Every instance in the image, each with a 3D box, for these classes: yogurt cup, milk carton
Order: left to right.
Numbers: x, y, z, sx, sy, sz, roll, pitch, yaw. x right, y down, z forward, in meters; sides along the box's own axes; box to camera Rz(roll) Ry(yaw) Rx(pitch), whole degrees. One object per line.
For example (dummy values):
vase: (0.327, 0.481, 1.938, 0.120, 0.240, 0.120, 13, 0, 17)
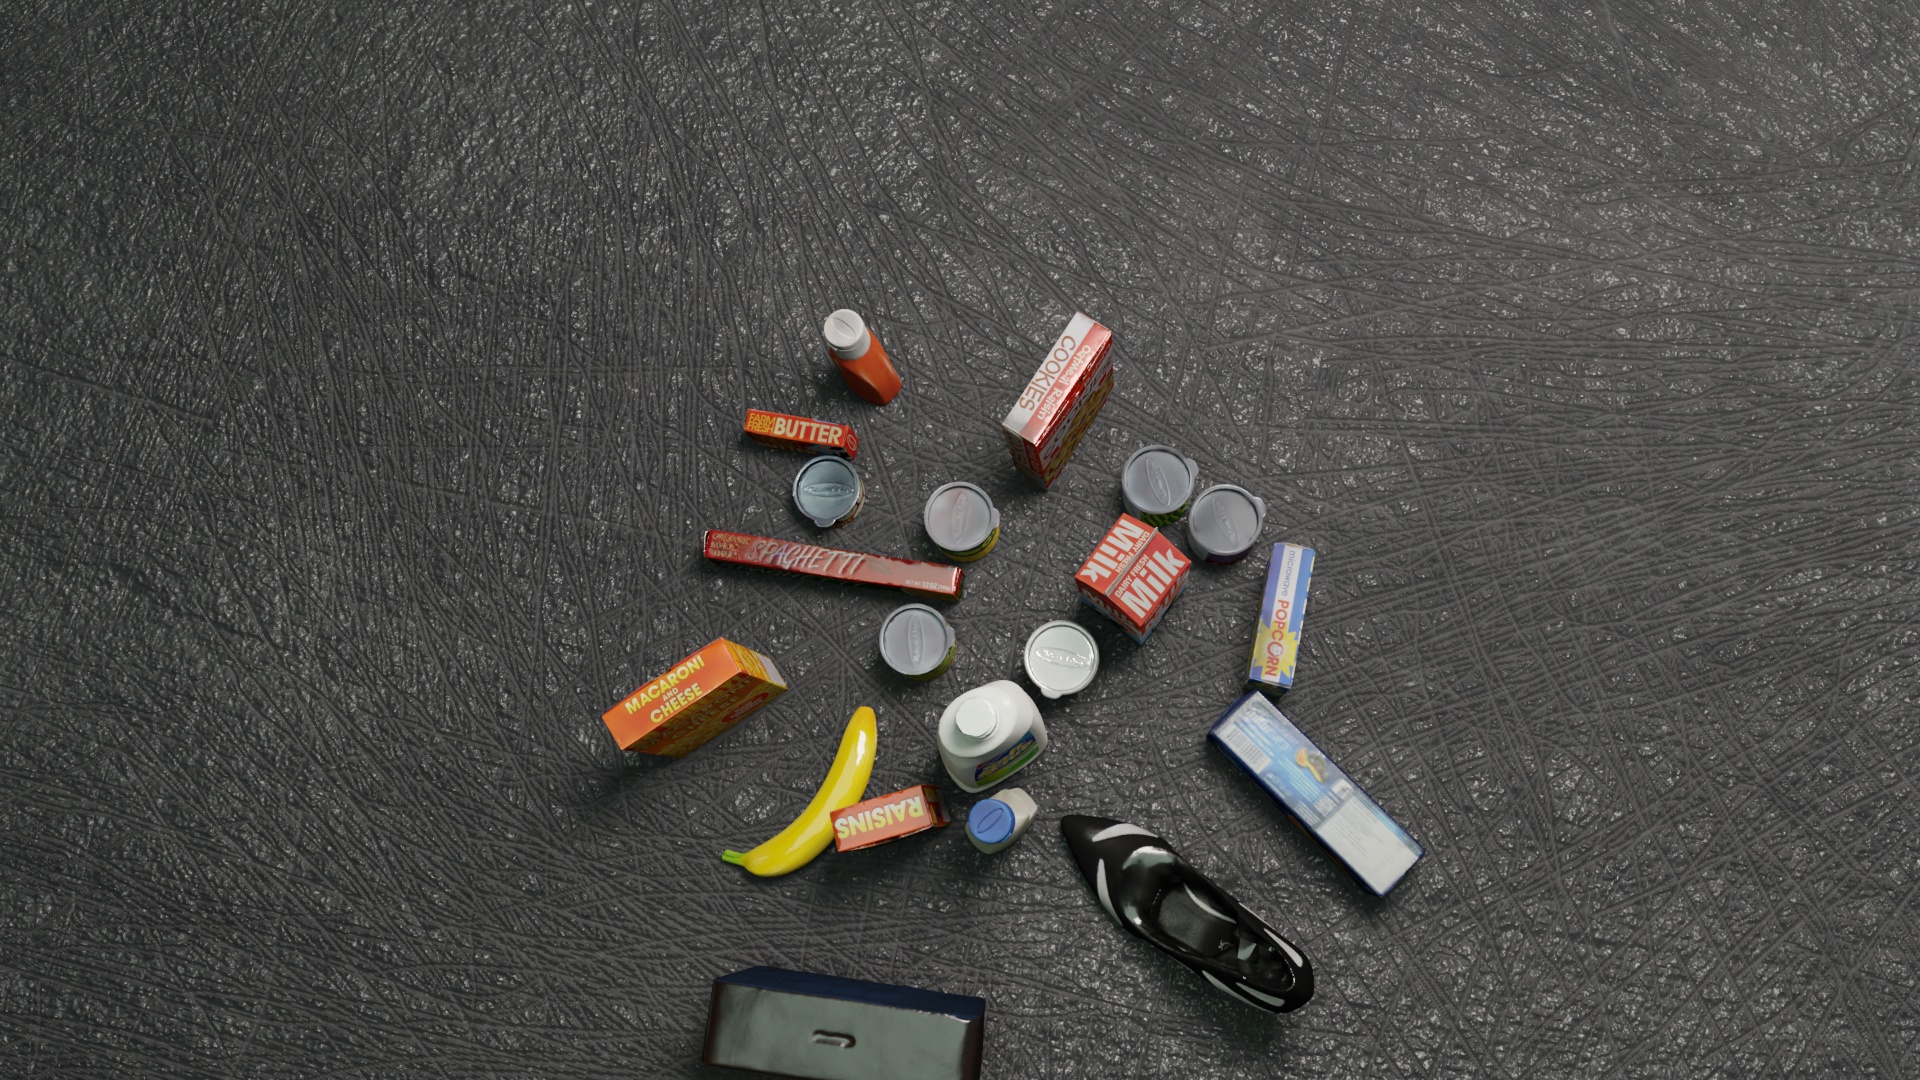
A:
yogurt cup: (0.094, 0.111, 1.279, 0.072, 0.054, 0.072, -1, 78, 7)
milk carton: (0.151, 0.034, 1.219, 0.073, 0.190, 0.072, 37, 85, 13)

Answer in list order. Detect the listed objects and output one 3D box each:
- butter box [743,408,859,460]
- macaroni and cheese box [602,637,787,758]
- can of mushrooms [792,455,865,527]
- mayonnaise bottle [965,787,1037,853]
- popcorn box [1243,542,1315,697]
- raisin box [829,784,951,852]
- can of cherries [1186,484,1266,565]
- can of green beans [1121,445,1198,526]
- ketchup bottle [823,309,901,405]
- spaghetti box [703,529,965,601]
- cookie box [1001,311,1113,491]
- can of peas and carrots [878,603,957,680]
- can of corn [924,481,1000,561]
butter box: (-0.155, -0.103, 1.356, 0.103, 0.053, 0.024, 10, 80, 9)
macaroni and cheese box: (-0.236, 0.145, 1.253, 0.124, 0.166, 0.040, -34, 76, -1)
can of mushrooms: (-0.128, -0.045, 1.350, 0.071, 0.033, 0.071, -1, 78, 6)
mayonnaise bottle: (0.033, 0.244, 1.209, 0.065, 0.148, 0.041, -43, 77, -3)
popcorn box: (0.286, 0.072, 1.249, 0.038, 0.085, 0.127, 11, 79, 9)
raisin box: (-0.061, 0.247, 1.232, 0.086, 0.123, 0.040, -16, 77, 3)
can of cherries: (0.246, -0.014, 1.286, 0.071, 0.058, 0.071, -1, 78, 7)
can of green beans: (0.184, -0.050, 1.302, 0.071, 0.057, 0.071, -1, 78, 7)
ketchup bottle: (-0.097, -0.175, 1.316, 0.065, 0.148, 0.043, 38, 85, 13)
spaghetti box: (-0.121, 0.024, 1.326, 0.250, 0.050, 0.029, 8, 79, 8)
cookie box: (0.093, -0.123, 1.272, 0.040, 0.167, 0.123, 32, 84, 12)
can of peas and carrots: (-0.036, 0.095, 1.295, 0.071, 0.058, 0.071, -1, 78, 7)
can of corn: (0.005, -0.016, 1.315, 0.071, 0.058, 0.071, -1, 78, 7)
